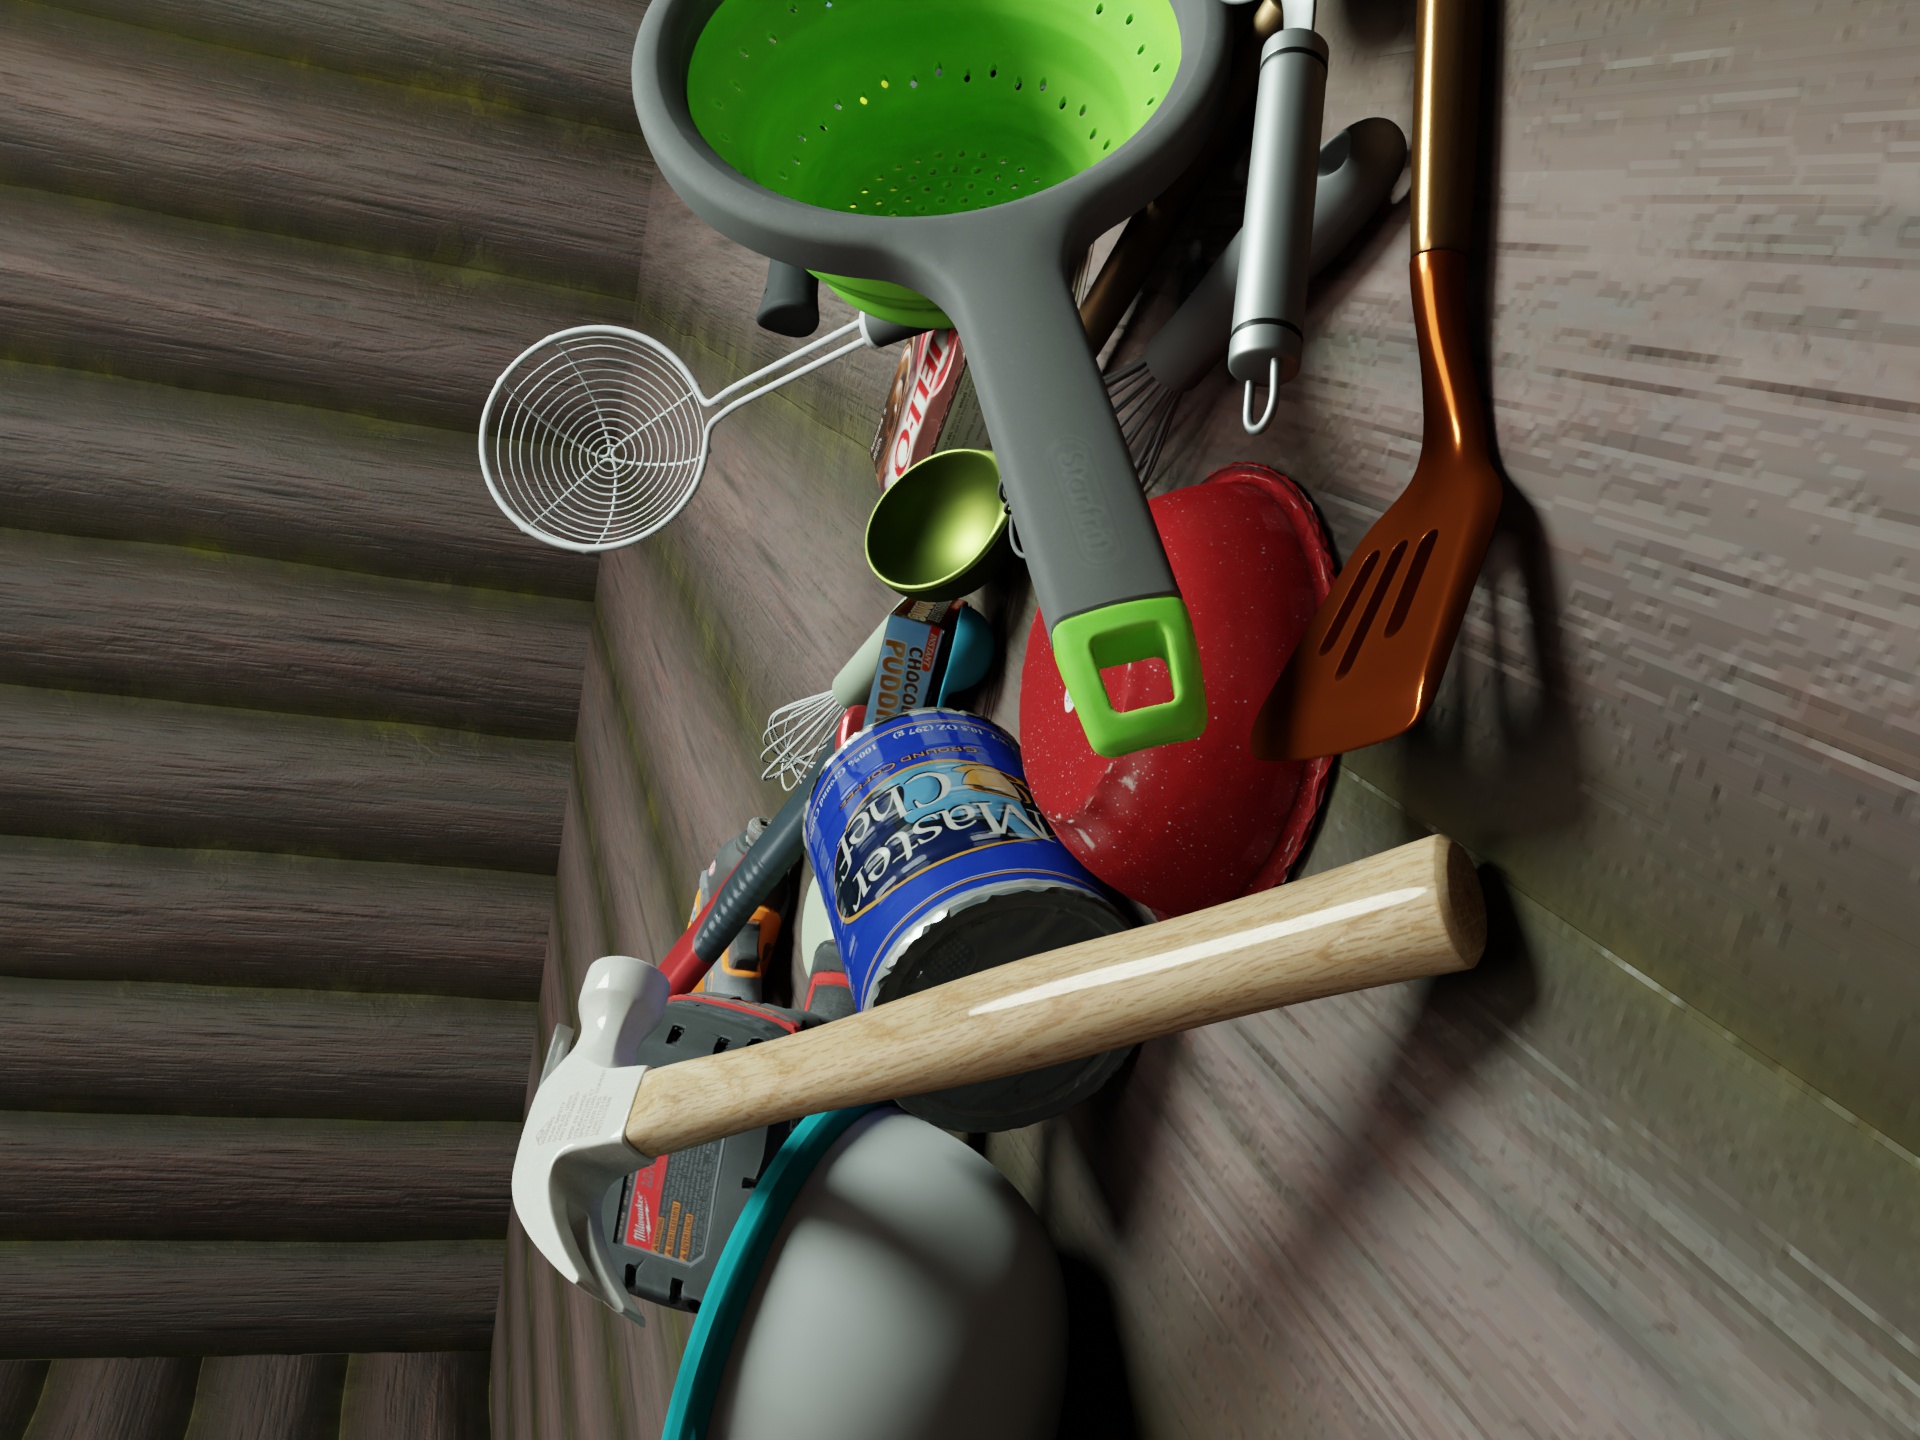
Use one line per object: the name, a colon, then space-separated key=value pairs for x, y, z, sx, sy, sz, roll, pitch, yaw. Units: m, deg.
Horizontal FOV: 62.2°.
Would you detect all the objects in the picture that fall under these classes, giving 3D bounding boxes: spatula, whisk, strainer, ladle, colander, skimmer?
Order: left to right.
skimmer: x=-0.105 y=-0.179 z=0.793 sx=0.363 sy=0.090 sz=0.127 roll=-14 pitch=83 yaw=41
strainer: x=-0.038 y=0.254 z=0.500 sx=0.340 sy=0.095 sz=0.211 roll=-33 pitch=-51 yaw=-66
whisk: x=-0.065 y=-0.014 z=0.929 sx=0.058 sy=0.059 sz=0.246 roll=55 pitch=148 yaw=5
colander: x=0.010 y=-0.143 z=0.533 sx=0.094 sy=0.204 sz=0.398 roll=81 pitch=176 yaw=-59
ladle: x=0.039 y=-0.156 z=0.646 sx=0.320 sy=0.062 sz=0.078 roll=125 pitch=148 yaw=-50
whisk: x=0.073 y=-0.122 z=0.548 sx=0.239 sy=0.055 sz=0.055 roll=138 pitch=135 yaw=-57
strainer: x=0.097 y=-0.193 z=0.456 sx=0.087 sy=0.050 sz=0.259 roll=-25 pitch=51 yaw=57
spatula: x=0.121 y=-0.147 z=0.422 sx=0.081 sy=0.041 sz=0.323 roll=162 pitch=114 yaw=-71

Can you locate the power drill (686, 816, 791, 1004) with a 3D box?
power drill: x=-0.142 y=0.179 z=1.033 sx=0.227 sy=0.084 sz=0.164 roll=-106 pitch=30 yaw=-55

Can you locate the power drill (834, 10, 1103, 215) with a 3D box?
power drill: x=0.007 y=-0.313 z=0.760 sx=0.223 sy=0.080 sz=0.171 roll=151 pitch=124 yaw=-64

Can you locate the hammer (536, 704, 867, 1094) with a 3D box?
hammer: x=-0.157 y=0.128 z=0.959 sx=0.386 sy=0.038 sz=0.143 roll=-51 pitch=22 yaw=25

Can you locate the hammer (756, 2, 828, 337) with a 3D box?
hammer: x=-0.085 y=-0.355 z=0.912 sx=0.146 sy=0.035 sz=0.335 roll=-42 pitch=40 yaw=51

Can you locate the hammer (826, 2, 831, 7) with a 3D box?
hammer: x=0.024 y=-0.475 z=0.688 sx=0.405 sy=0.035 sz=0.144 roll=-66 pitch=20 yaw=8

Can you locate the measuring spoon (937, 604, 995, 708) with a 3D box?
measuring spoon: x=-0.001 y=-0.002 z=0.780 sx=0.128 sy=0.021 sz=0.042 roll=102 pitch=180 yaw=-45

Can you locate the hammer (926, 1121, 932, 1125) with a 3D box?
hammer: x=-0.045 y=0.258 z=0.678 sx=0.149 sy=0.037 sz=0.359 roll=32 pitch=-111 yaw=-70

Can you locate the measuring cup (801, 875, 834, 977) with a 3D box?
measuring cup: x=-0.078 y=0.100 z=0.927 sx=0.168 sy=0.038 sz=0.083 roll=-131 pitch=50 yaw=-63

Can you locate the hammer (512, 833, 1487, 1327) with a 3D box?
hammer: x=-0.011 y=0.096 z=0.464 sx=0.331 sy=0.031 sz=0.130 roll=-21 pitch=39 yaw=31

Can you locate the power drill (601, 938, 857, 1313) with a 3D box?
power drill: x=-0.079 y=0.179 z=0.715 sx=0.219 sy=0.078 sz=0.143 roll=4 pitch=-84 yaw=-73
